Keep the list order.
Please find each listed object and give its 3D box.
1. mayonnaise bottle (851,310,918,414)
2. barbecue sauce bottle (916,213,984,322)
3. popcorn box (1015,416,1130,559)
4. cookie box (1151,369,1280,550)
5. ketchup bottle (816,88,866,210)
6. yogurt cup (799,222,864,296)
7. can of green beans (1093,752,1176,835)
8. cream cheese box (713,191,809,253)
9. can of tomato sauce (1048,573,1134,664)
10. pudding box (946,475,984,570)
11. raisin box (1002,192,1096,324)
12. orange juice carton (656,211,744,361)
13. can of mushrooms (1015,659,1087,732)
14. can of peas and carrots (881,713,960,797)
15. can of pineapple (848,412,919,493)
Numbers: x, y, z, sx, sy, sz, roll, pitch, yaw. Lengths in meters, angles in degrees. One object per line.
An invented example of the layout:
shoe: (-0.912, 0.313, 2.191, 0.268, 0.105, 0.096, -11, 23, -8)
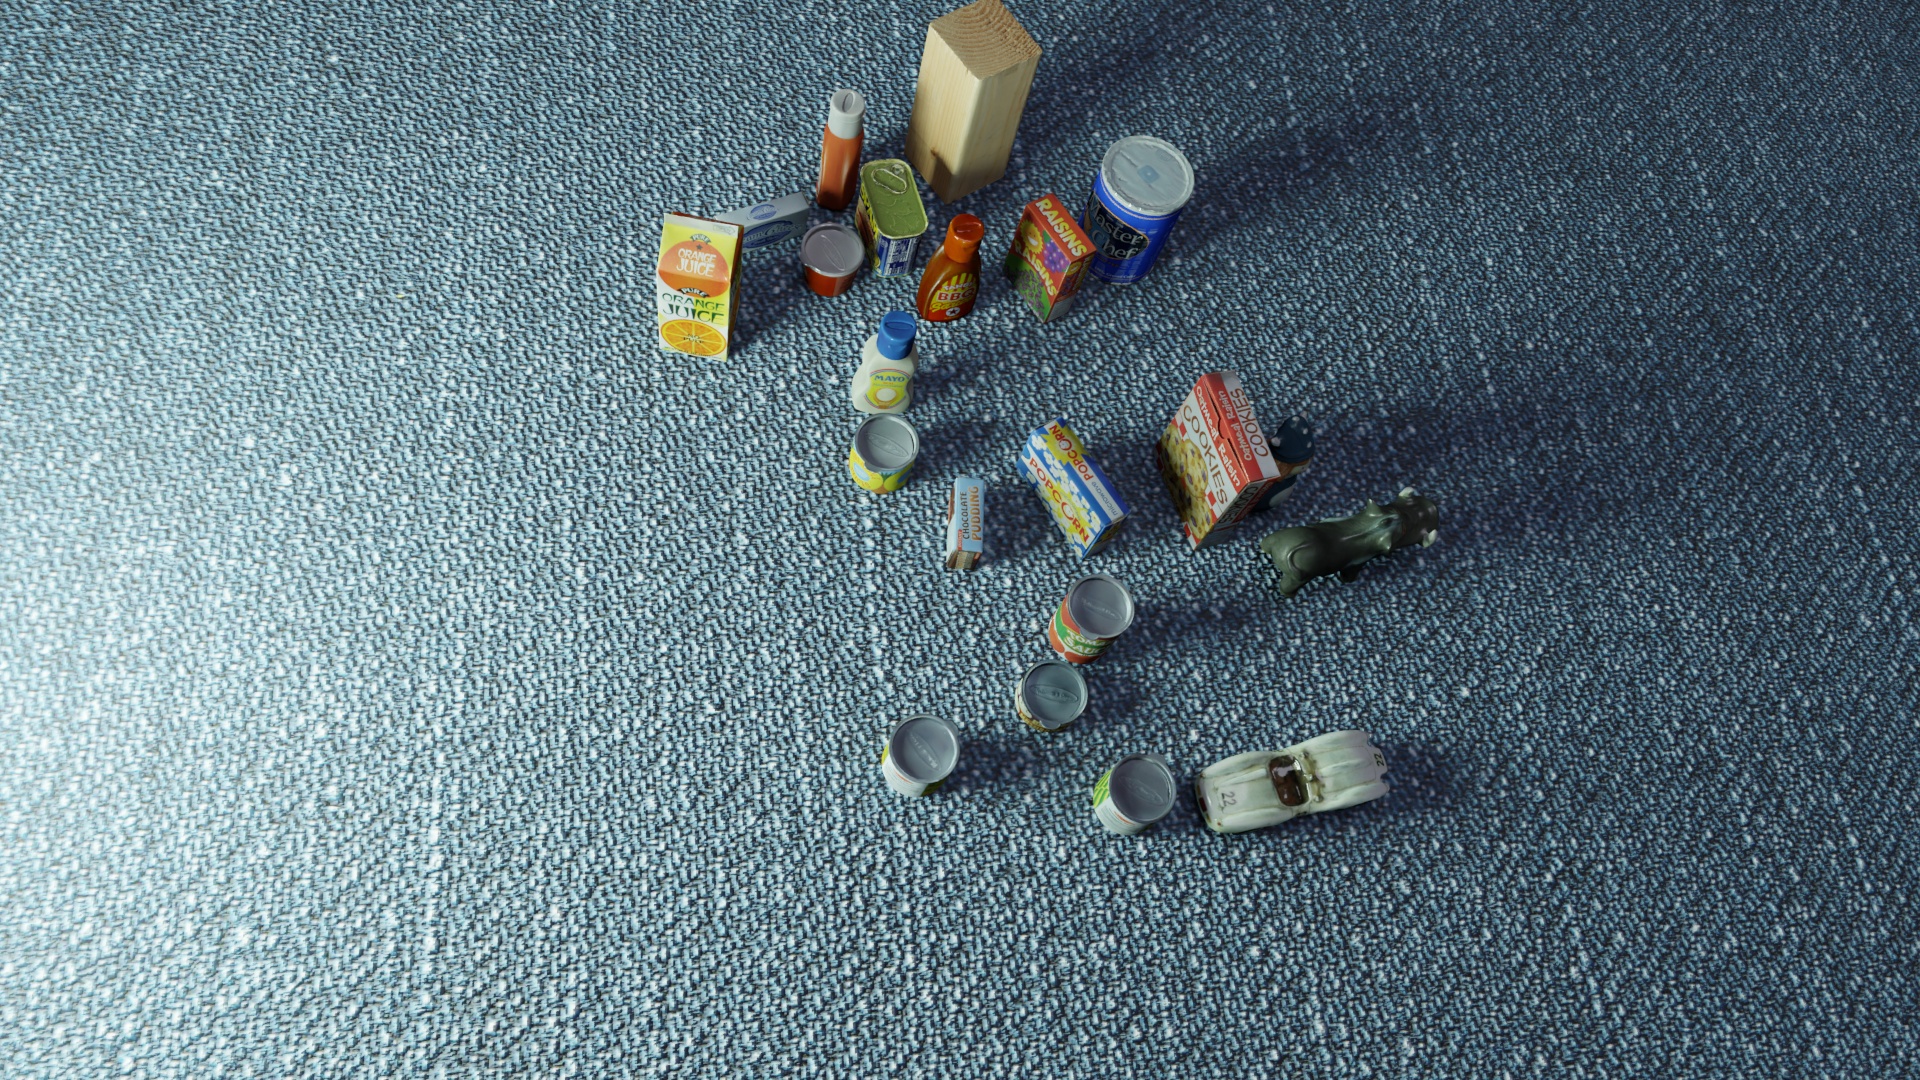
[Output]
mayonnaise bottle: (-0.073, -0.179, 1.409, 0.065, 0.147, 0.041, 3, 66, -10)
barbecue sauce bottle: (-0.006, -0.288, 1.471, 0.065, 0.148, 0.044, -13, 70, -16)
popcorn box: (0.114, -0.053, 1.424, 0.038, 0.085, 0.127, -29, 74, -21)
cookie box: (0.257, -0.080, 1.418, 0.040, 0.166, 0.123, -13, 70, -16)
ketchup bottle: (-0.128, -0.426, 1.509, 0.043, 0.148, 0.065, 15, 65, -4)
yogurt cup: (-0.140, -0.301, 1.503, 0.072, 0.053, 0.072, 4, 66, -9)
can of green beans: (0.165, 0.241, 1.316, 0.071, 0.057, 0.071, 4, 66, -9)
cream cheese box: (-0.216, -0.341, 1.506, 0.104, 0.053, 0.024, -21, 72, -19)
can of tomato sauce: (0.127, 0.080, 1.367, 0.071, 0.082, 0.071, 4, 66, -9)
pudding box: (0.005, -0.018, 1.406, 0.030, 0.049, 0.084, 6, 65, -9)
raisin box: (0.096, -0.306, 1.513, 0.040, 0.123, 0.086, -29, 75, -21)
orange juice carton: (-0.259, -0.262, 1.385, 0.072, 0.191, 0.073, 11, 65, -6)
can of mushrooms: (0.087, 0.154, 1.354, 0.071, 0.033, 0.071, 4, 65, -9)
can of peas and carrots: (-0.036, 0.199, 1.295, 0.071, 0.058, 0.071, 4, 66, -9)
can of pineapple: (-0.080, -0.087, 1.416, 0.071, 0.057, 0.071, 4, 66, -9)
